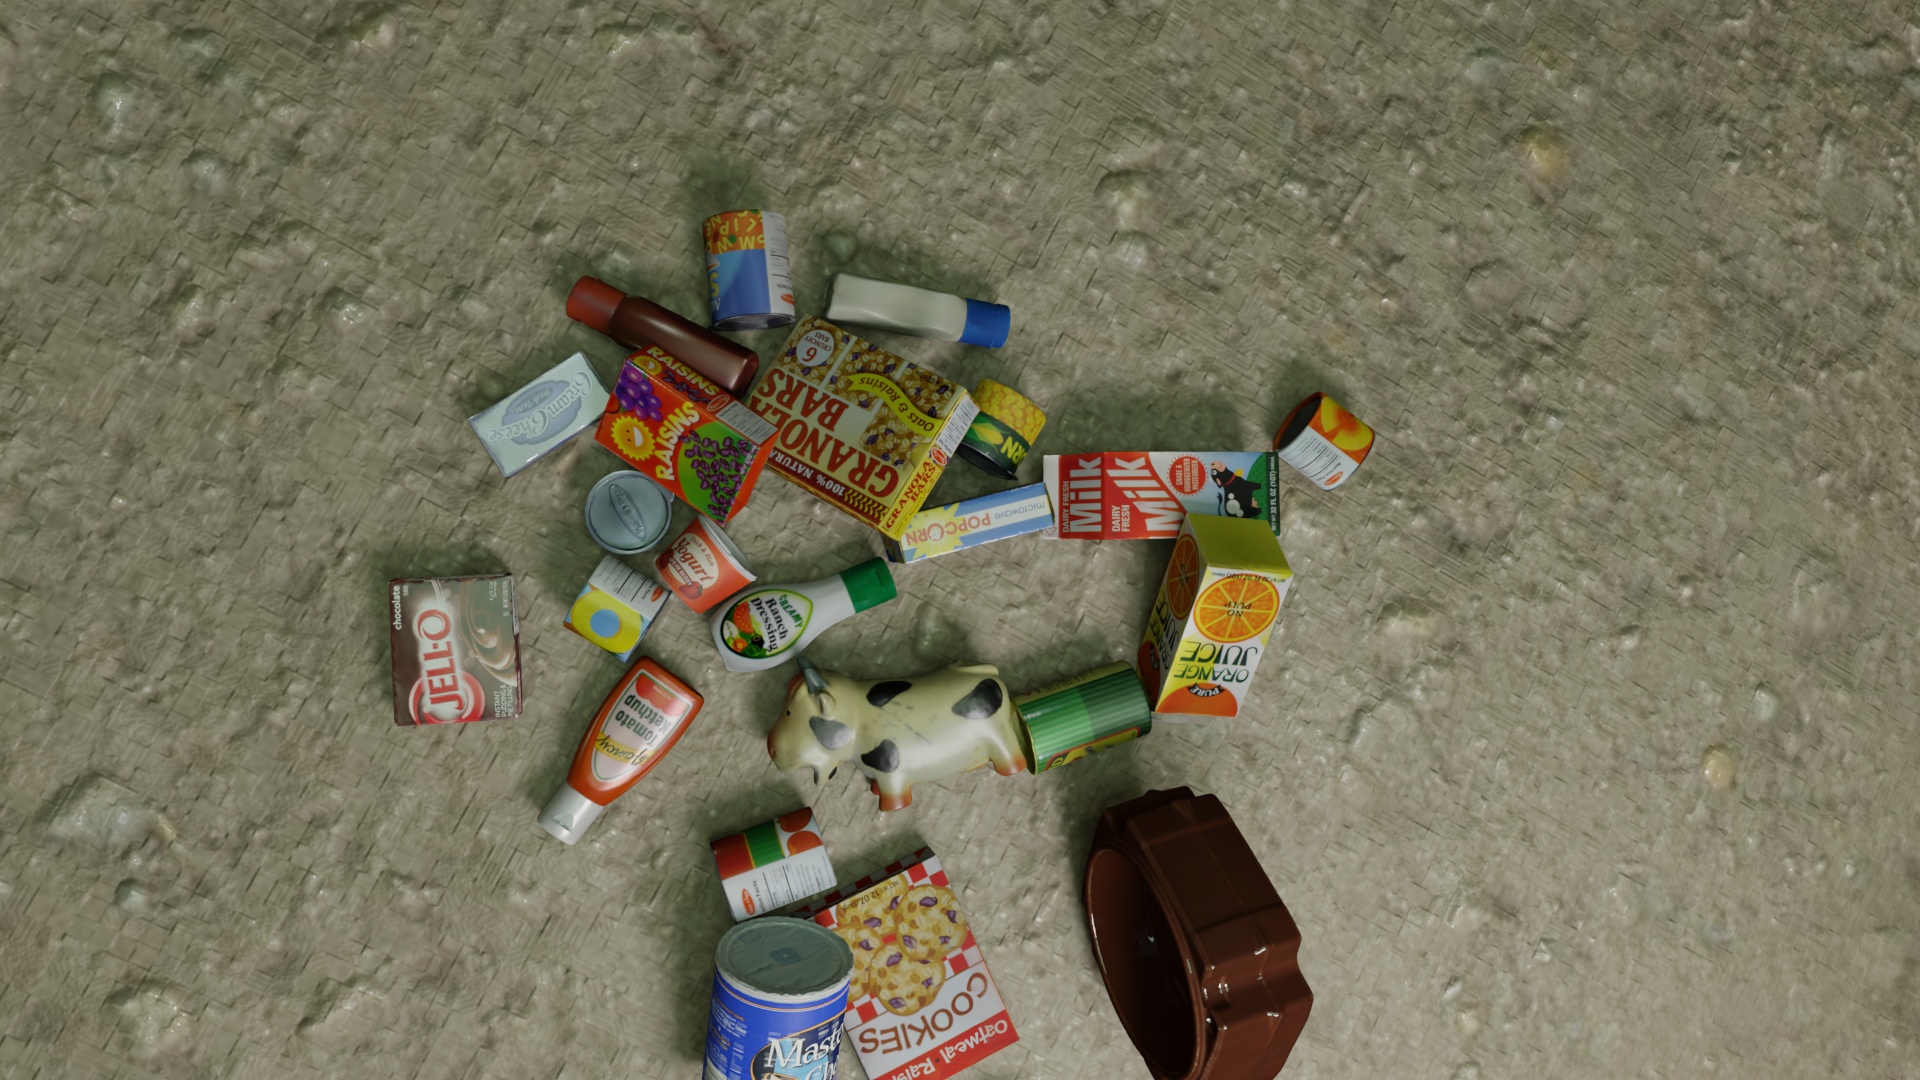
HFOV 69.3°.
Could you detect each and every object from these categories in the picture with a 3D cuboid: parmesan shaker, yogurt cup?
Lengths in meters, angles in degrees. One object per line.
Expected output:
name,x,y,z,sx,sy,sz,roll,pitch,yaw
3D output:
parmesan shaker,0.097,0.144,1.133,0.103,0.071,0.071,-17,92,-11
yogurt cup,-0.200,0.020,1.084,0.054,0.072,0.072,-40,96,-1

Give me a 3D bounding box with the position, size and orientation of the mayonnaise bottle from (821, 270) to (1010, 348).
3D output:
mayonnaise bottle,-0.035,-0.185,1.124,0.148,0.065,0.041,8,90,-15

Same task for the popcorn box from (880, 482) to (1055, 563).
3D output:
popcorn box,0.004,-0.014,1.112,0.127,0.085,0.038,-14,93,-11

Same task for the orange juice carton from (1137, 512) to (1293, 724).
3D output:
orange juice carton,0.198,0.078,1.130,0.072,0.073,0.191,6,124,-11

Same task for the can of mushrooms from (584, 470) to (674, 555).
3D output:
can of mushrooms,-0.257,-0.022,1.088,0.071,0.033,0.071,0,88,-10

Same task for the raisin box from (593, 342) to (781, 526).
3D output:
raisin box,-0.209,-0.080,1.058,0.123,0.040,0.085,34,126,3

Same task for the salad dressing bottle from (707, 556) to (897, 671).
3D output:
salad dressing bottle,-0.125,0.056,1.106,0.148,0.044,0.064,-22,81,-11

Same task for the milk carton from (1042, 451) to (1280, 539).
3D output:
milk carton,0.161,-0.036,1.150,0.191,0.073,0.072,0,89,-11

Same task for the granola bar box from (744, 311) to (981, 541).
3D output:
granola bar box,-0.086,-0.091,1.076,0.166,0.039,0.124,28,82,27

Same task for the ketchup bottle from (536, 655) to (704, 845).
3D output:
ketchup bottle,-0.267,0.165,1.076,0.064,0.043,0.149,38,83,-8

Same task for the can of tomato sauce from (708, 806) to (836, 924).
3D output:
can of tomato sauce,-0.147,0.251,1.087,0.083,0.071,0.071,-19,92,-11

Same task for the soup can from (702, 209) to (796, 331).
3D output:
soup can,-0.170,-0.211,1.095,0.071,0.071,0.083,-6,89,-11

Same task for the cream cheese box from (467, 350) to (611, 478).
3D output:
cream cheese box,-0.324,-0.098,1.082,0.104,0.024,0.053,-35,95,-10

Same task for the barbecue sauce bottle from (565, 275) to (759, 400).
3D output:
barbecue sauce bottle,-0.233,-0.159,1.085,0.148,0.065,0.043,26,91,0

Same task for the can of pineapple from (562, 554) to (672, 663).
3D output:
can of pineapple,-0.264,0.054,1.069,0.058,0.071,0.071,32,83,-8

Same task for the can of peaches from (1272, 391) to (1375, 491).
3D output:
can of peaches,0.309,-0.086,1.185,0.058,0.071,0.071,35,83,-8

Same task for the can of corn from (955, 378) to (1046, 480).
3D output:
can of corn,0.030,-0.089,1.128,0.071,0.071,0.058,32,83,-9

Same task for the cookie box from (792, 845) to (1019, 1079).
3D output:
cookie box,-0.043,0.350,1.115,0.123,0.040,0.167,-24,93,-11
